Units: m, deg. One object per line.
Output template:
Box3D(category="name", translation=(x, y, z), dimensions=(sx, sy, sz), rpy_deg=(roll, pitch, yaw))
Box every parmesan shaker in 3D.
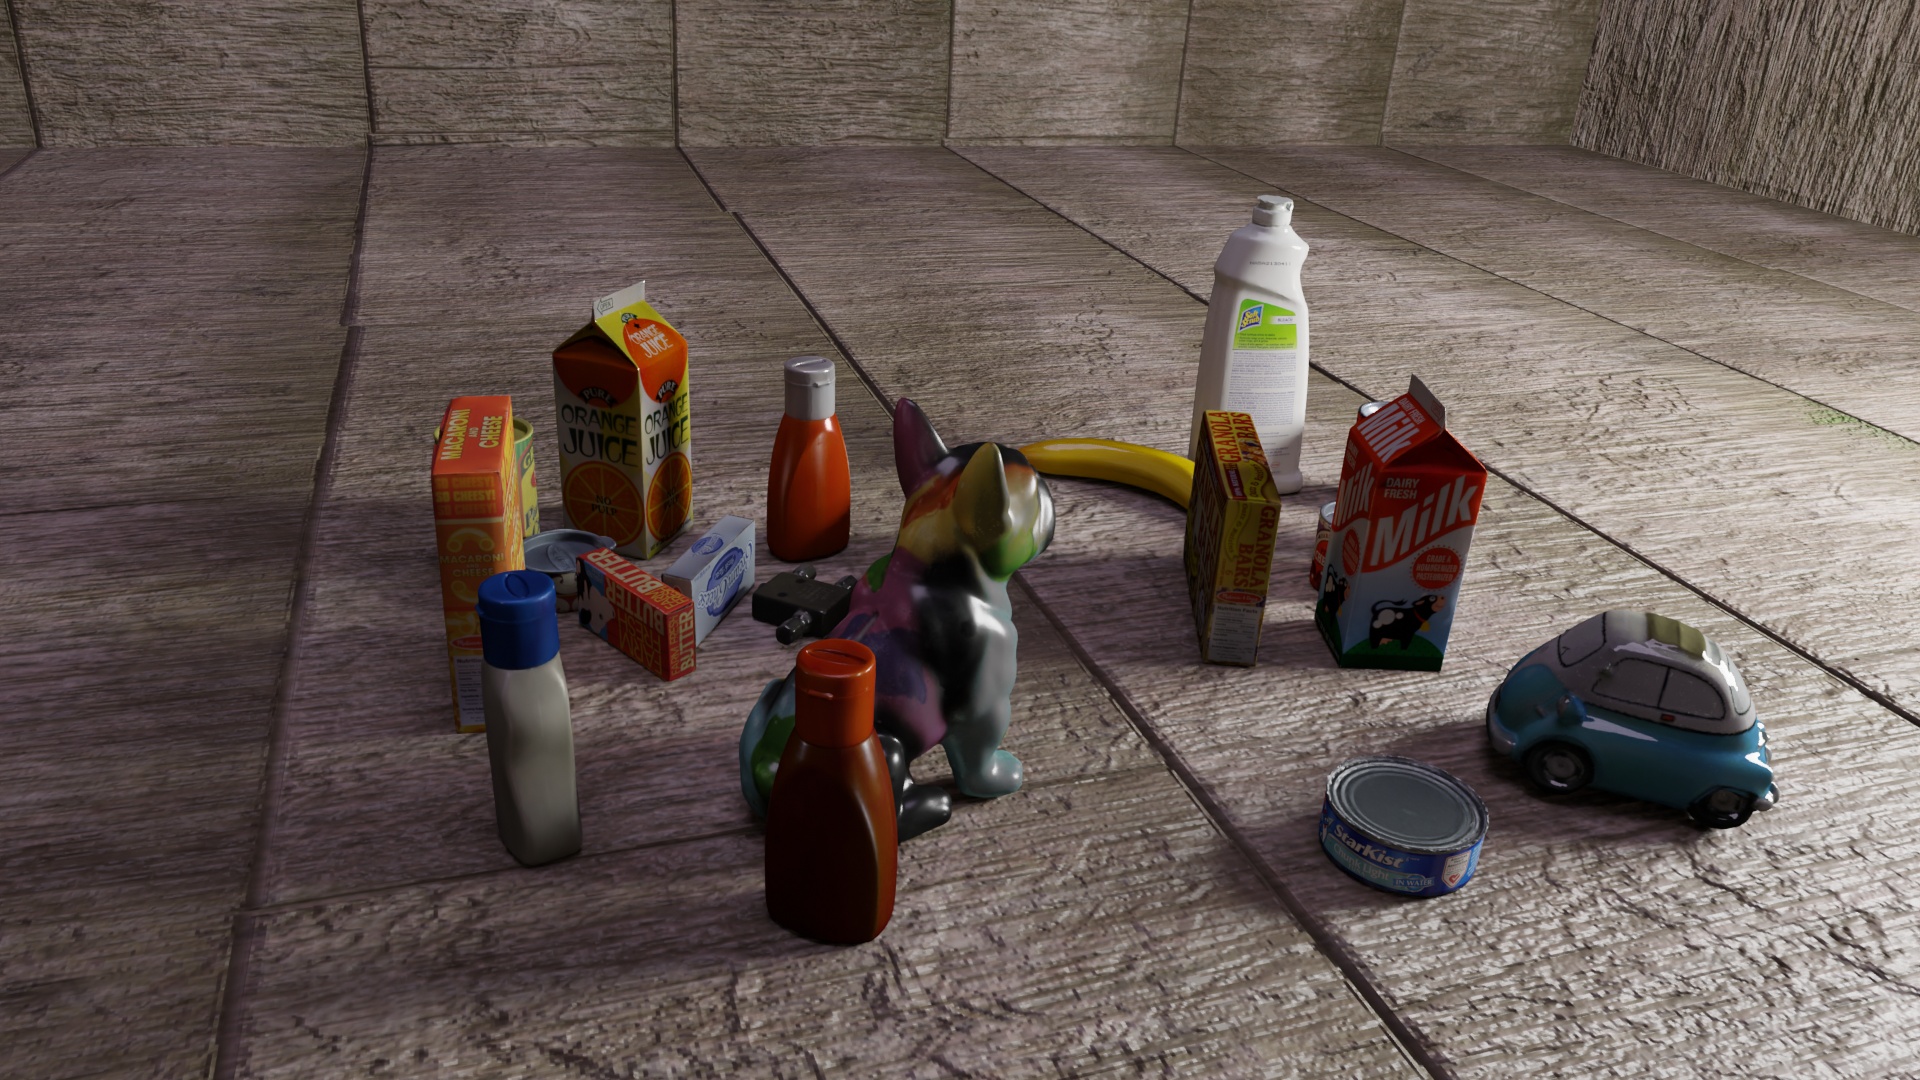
Box3D(category="parmesan shaker", translation=(-0.337, -0.032, 0.992), dimensions=(0.071, 0.102, 0.071), rpy_deg=(3, 25, -1))

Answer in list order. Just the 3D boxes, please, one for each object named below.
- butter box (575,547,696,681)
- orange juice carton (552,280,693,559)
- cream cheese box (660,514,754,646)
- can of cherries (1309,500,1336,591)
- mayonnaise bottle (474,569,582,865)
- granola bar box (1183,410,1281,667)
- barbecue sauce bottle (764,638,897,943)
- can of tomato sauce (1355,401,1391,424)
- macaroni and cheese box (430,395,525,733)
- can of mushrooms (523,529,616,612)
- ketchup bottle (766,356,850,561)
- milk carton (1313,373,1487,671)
Box3D(category="butter box", translation=(-0.211, 0.047, 0.901), dimensions=(0.103, 0.053, 0.024), rpy_deg=(25, 33, 37))
Box3D(category="orange juice carton", translation=(-0.247, -0.091, 1.023), dimensions=(0.073, 0.191, 0.072), rpy_deg=(11, 26, 16))
Box3D(category="cream cheese box", translation=(-0.171, 0.027, 0.948), dimensions=(0.024, 0.053, 0.104), rpy_deg=(9, 26, 12))
Box3D(category="can of cherries", translation=(0.297, 0.009, 1.042), dimensions=(0.071, 0.058, 0.072), rpy_deg=(3, 25, -1))
Box3D(category="mayonnaise bottle", translation=(-0.219, 0.088, 0.704), dimensions=(0.041, 0.147, 0.065), rpy_deg=(-11, 29, -28))
Box3D(category="granola bar box", translation=(0.188, -0.006, 0.982), dimensions=(0.039, 0.123, 0.166), rpy_deg=(4, 25, 2))
Box3D(category="barbecue sauce bottle", translation=(-0.061, 0.119, 0.659), dimensions=(0.065, 0.147, 0.044), rpy_deg=(11, 26, 15))
Box3D(category="can of tomato sauce", translation=(0.365, -0.068, 1.184), dimensions=(0.071, 0.082, 0.071), rpy_deg=(3, 25, -1))
Box3D(category="macaroni and cheese box", translation=(-0.286, 0.012, 0.834), dimensions=(0.040, 0.165, 0.124), rpy_deg=(-3, 26, -14))
Box3D(category="can of mushrooms", translation=(-0.276, 0.021, 0.970), dimensions=(0.071, 0.033, 0.071), rpy_deg=(3, 25, -1))
Box3D(category="ketchup bottle", translation=(-0.112, -0.060, 1.028), dimensions=(0.065, 0.148, 0.043), rpy_deg=(-16, 31, -35))
Box3D(category="milk carton", translation=(0.296, -0.012, 0.932), dimensions=(0.073, 0.189, 0.072), rpy_deg=(2, 25, -3))
